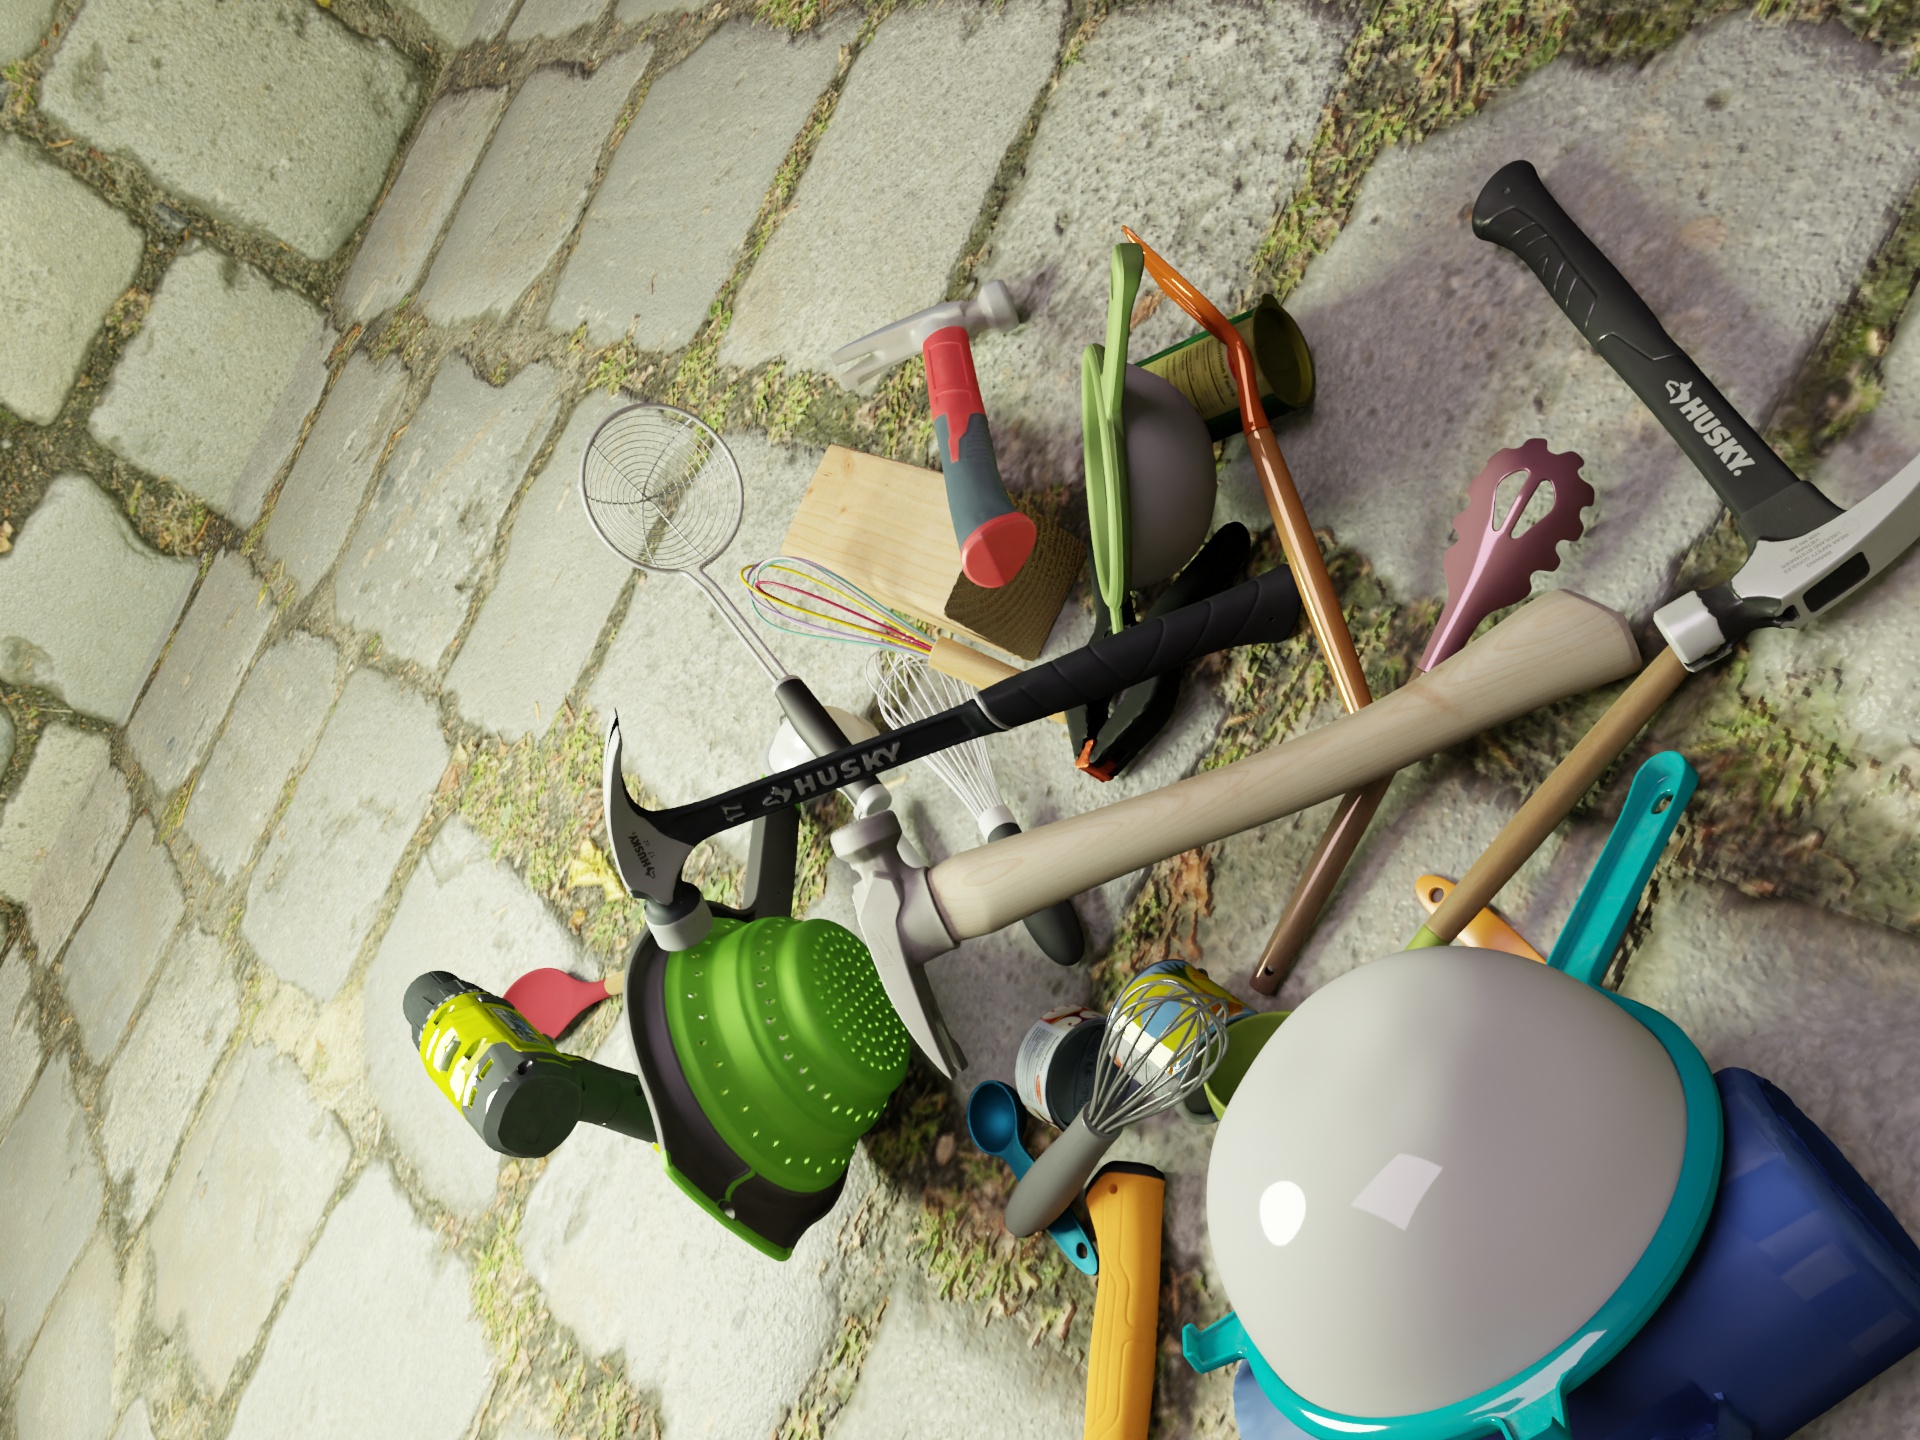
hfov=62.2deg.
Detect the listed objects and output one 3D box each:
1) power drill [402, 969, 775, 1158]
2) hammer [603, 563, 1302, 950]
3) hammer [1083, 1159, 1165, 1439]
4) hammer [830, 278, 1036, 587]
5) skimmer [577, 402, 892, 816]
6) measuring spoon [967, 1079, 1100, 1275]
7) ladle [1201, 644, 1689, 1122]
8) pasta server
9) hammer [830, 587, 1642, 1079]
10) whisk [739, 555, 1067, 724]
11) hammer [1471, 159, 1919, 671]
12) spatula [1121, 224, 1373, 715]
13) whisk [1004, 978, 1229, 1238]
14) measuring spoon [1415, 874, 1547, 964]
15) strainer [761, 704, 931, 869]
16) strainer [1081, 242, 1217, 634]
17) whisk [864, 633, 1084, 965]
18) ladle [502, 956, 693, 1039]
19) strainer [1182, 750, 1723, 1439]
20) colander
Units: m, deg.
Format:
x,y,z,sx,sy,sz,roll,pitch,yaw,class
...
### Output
x,y,z,sx,sy,sz,roll,pitch,yaw,class
-0.244,0.231,1.038,0.191,0.228,0.080,22,87,50,power drill
-0.001,-0.003,0.880,0.409,0.149,0.036,-21,35,-4,hammer
0.076,0.386,0.767,0.127,0.034,0.337,-14,60,43,hammer
-0.014,-0.189,1.044,0.143,0.038,0.387,-21,33,9,hammer
-0.148,-0.084,1.109,0.364,0.127,0.090,50,142,31,skimmer
0.046,0.254,0.888,0.129,0.021,0.042,51,121,38,measuring spoon
0.233,0.075,0.739,0.320,0.062,0.078,-51,36,7,ladle
0.227,0.001,0.811,0.060,0.040,0.316,29,100,20,pasta server
0.137,0.049,0.802,0.410,0.038,0.146,-24,86,16,hammer
-0.037,-0.051,1.024,0.245,0.047,0.051,24,90,15,whisk
0.342,-0.181,0.780,0.146,0.035,0.335,-34,45,20,hammer
0.164,-0.133,0.877,0.041,0.081,0.323,-22,75,18,spatula
0.069,0.201,0.790,0.238,0.055,0.055,116,148,-43,whisk
0.253,0.106,0.746,0.021,0.011,0.117,-55,40,10,measuring spoon
-0.065,0.055,1.079,0.087,0.050,0.259,-26,49,-18,strainer
0.108,-0.166,0.864,0.069,0.256,0.152,-5,63,0,strainer
0.012,0.044,1.007,0.070,0.070,0.285,-47,48,19,whisk
-0.253,0.197,1.224,0.315,0.031,0.069,-24,57,35,ladle
0.203,0.113,0.633,0.340,0.095,0.211,-51,14,-26,strainer
-0.098,0.136,1.003,0.094,0.204,0.397,-31,31,19,colander
